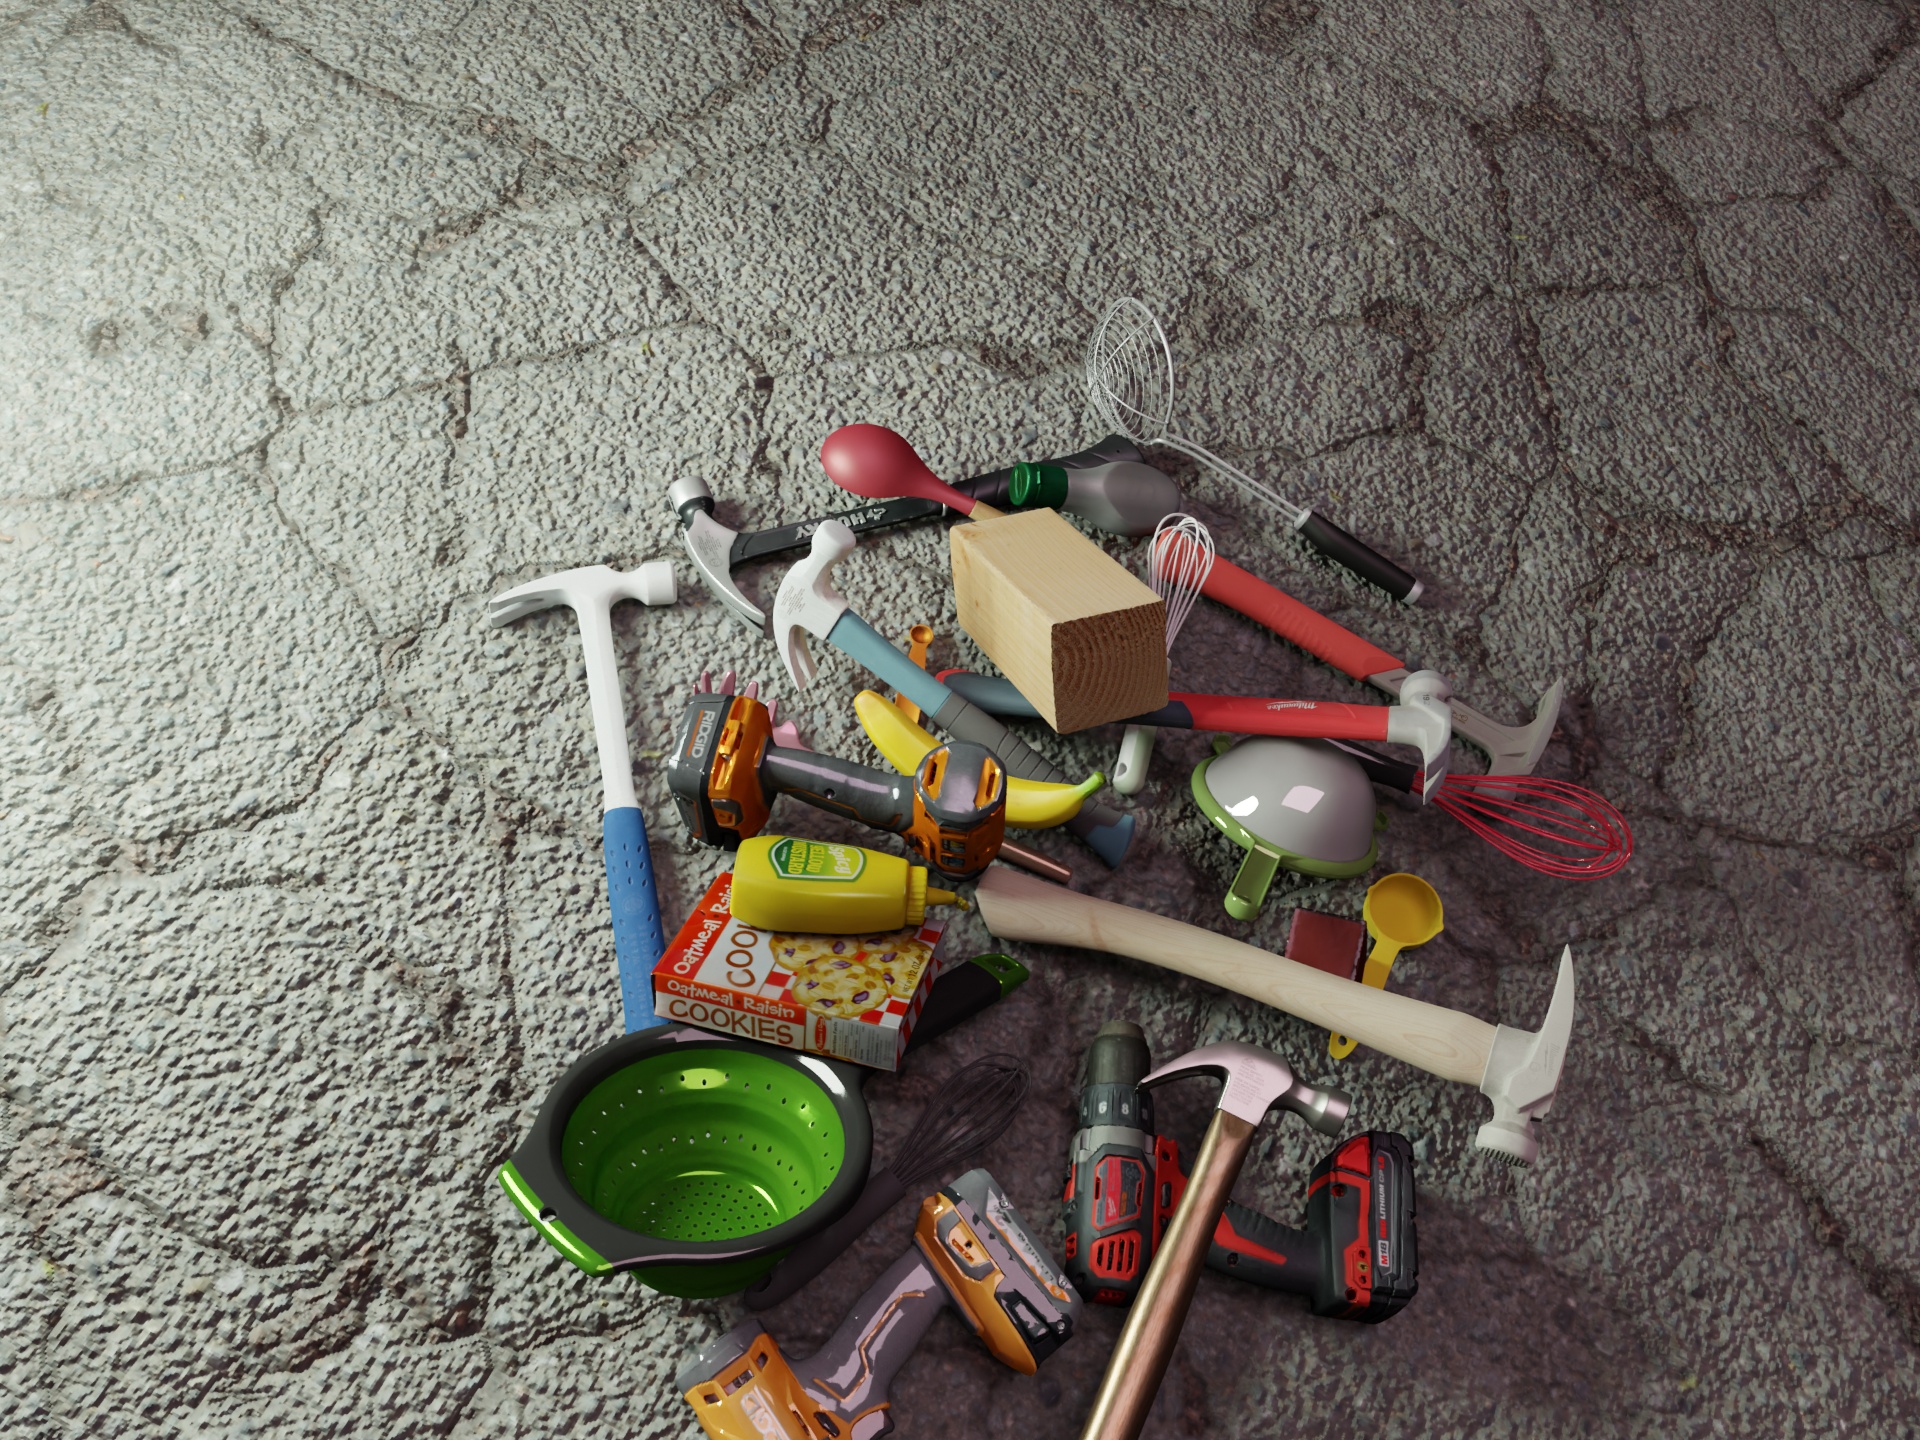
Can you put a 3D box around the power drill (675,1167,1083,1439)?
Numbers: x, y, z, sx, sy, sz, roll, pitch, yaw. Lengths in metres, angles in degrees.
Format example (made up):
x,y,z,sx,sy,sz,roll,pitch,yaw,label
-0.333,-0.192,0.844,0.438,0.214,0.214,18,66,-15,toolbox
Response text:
x,y,z,sx,sy,sz,roll,pitch,yaw,label
-0.032,0.407,0.965,0.226,0.084,0.185,-32,70,-20,power drill

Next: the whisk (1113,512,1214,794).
x,y,z,sx,sy,sz,roll,pitch,yaw,label
0.158,-0.056,1.273,0.059,0.058,0.246,25,69,-26,whisk

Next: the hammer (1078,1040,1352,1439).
x,y,z,sx,sy,sz,roll,pitch,yaw,label
0.127,0.347,0.979,0.130,0.031,0.331,24,61,11,hammer

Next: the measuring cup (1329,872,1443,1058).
x,y,z,sx,sy,sz,roll,pitch,yaw,label
0.310,0.187,1.194,0.062,0.029,0.156,28,71,10,measuring cup

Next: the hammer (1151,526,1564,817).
x,y,z,sx,sy,sz,roll,pitch,yaw,label
0.325,-0.066,1.334,0.359,0.036,0.149,32,59,8,hammer

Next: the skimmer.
x,y,z,sx,sy,sz,roll,pitch,yaw,label
0.260,-0.231,1.389,0.363,0.127,0.090,33,66,-1,skimmer

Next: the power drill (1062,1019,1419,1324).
x,y,z,sx,sy,sz,roll,pitch,yaw,label
0.182,0.304,1.068,0.226,0.080,0.188,8,59,-2,power drill

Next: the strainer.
x,y,z,sx,sy,sz,roll,pitch,yaw,label
0.236,0.065,1.150,0.151,0.069,0.256,27,26,11,strainer

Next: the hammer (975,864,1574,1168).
x,y,z,sx,sy,sz,roll,pitch,yaw,label
0.205,0.166,1.099,0.411,0.038,0.146,16,71,21,hammer

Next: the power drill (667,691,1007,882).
x,y,z,sx,sy,sz,roll,pitch,yaw,label
-0.080,0.059,1.124,0.226,0.164,0.084,11,64,6,power drill

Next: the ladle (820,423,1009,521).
x,y,z,sx,sy,sz,roll,pitch,yaw,label
0.032,-0.162,1.311,0.315,0.031,0.069,26,67,-9,ladle

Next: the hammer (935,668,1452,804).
x,y,z,sx,sy,sz,roll,pitch,yaw,label
0.162,0.000,1.178,0.386,0.038,0.143,4,29,16,hammer

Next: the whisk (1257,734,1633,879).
x,y,z,sx,sy,sz,roll,pitch,yaw,label
0.374,0.053,1.244,0.296,0.073,0.073,20,57,16,whisk

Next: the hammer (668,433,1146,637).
x,y,z,sx,sy,sz,roll,pitch,yaw,label
-0.028,-0.178,1.337,0.409,0.036,0.149,-16,65,-19,hammer

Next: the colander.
x,y,z,sx,sy,sz,roll,pitch,yaw,label
-0.101,0.262,1.036,0.205,0.094,0.397,29,36,36,colander

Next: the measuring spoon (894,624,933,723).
x,y,z,sx,sy,sz,roll,pitch,yaw,label
-0.039,-0.025,1.260,0.021,0.011,0.117,12,62,-3,measuring spoon

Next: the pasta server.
x,y,z,sx,sy,sz,roll,pitch,yaw,label
-0.059,0.047,1.196,0.316,0.040,0.060,24,30,3,pasta server

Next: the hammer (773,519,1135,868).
x,y,z,sx,sy,sz,roll,pitch,yaw,label
-0.002,-0.004,1.196,0.331,0.128,0.033,38,35,0,hammer

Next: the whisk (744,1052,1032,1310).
x,y,z,sx,sy,sz,roll,pitch,yaw,label
-0.046,0.301,1.045,0.239,0.055,0.055,-36,72,-22,whisk

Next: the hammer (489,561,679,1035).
x,y,z,sx,sy,sz,roll,pitch,yaw,label
-0.253,0.058,1.155,0.144,0.035,0.406,-7,61,-14,hammer
